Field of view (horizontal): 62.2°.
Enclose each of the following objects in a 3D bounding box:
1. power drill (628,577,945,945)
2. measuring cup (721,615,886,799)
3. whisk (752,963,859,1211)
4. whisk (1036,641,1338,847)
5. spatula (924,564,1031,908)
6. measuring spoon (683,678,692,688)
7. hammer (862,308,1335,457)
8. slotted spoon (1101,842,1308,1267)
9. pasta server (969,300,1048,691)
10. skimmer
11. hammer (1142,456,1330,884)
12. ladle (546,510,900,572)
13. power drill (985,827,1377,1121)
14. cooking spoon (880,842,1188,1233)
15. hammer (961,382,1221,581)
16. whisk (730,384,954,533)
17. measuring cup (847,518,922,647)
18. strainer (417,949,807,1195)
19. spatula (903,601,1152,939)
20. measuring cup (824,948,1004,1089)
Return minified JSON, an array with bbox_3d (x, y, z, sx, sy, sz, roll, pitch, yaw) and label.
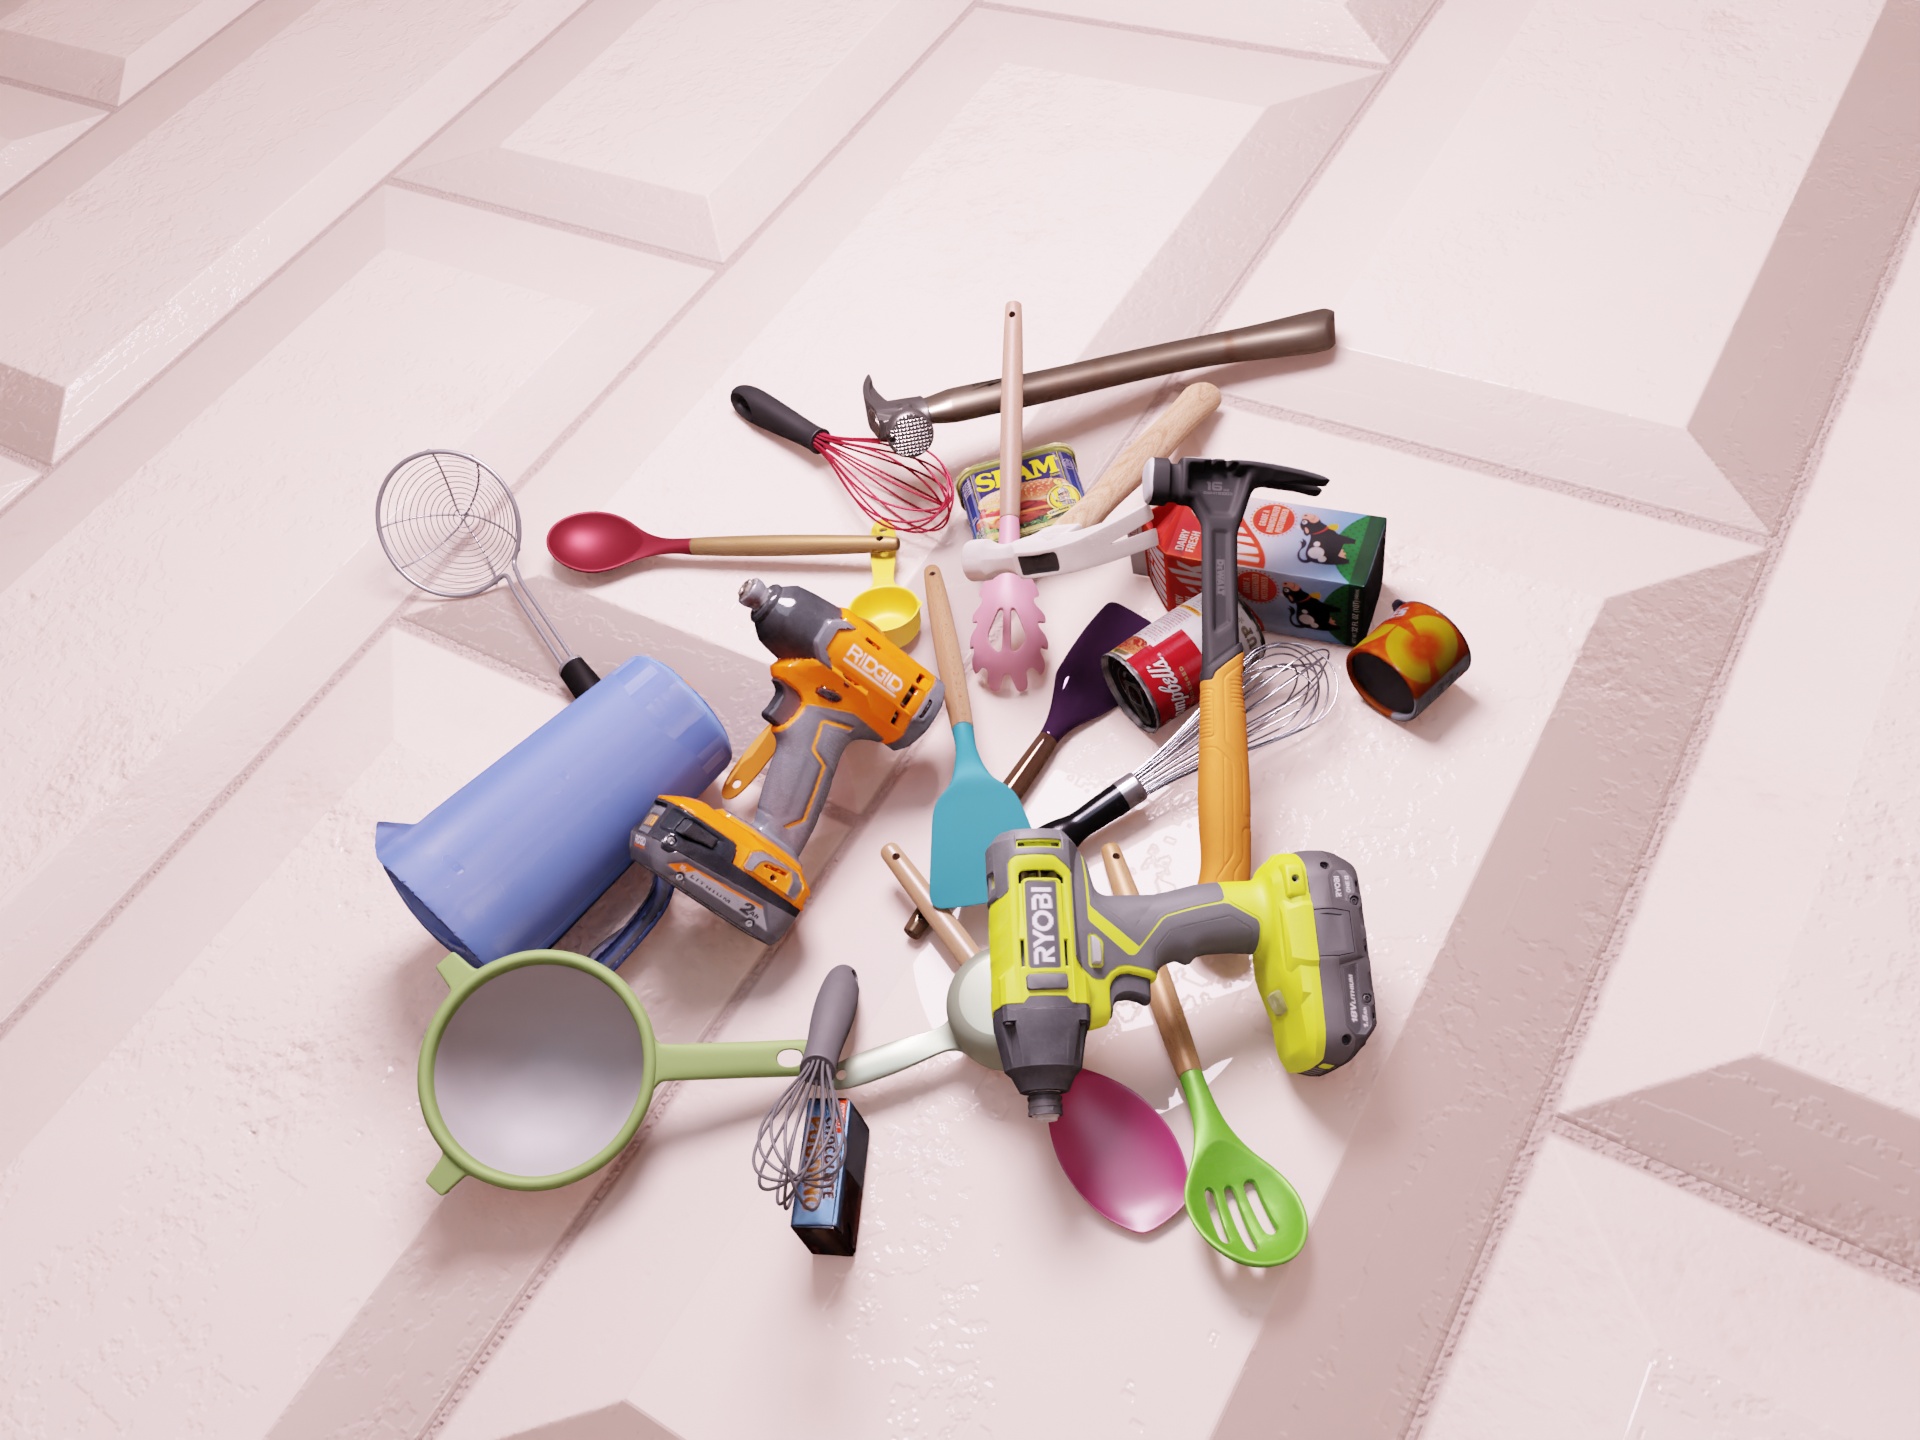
[{"bbox_3d":[-0.130,0.021,1.100,0.226,0.164,0.084,-58,23,-13],"label":"power drill"},{"bbox_3d":[-0.115,0.001,1.203,0.095,0.052,0.173,31,75,29],"label":"measuring cup"},{"bbox_3d":[-0.085,0.216,0.978,0.055,0.055,0.239,-7,21,7],"label":"whisk"},{"bbox_3d":[0.145,0.031,1.117,0.284,0.070,0.070,-33,54,-7],"label":"whisk"},{"bbox_3d":[-0.002,-0.004,1.165,0.082,0.044,0.318,-12,45,2],"label":"spatula"},{"bbox_3d":[-0.211,0.010,1.242,0.021,0.011,0.117,-21,48,2],"label":"measuring spoon"},{"bbox_3d":[0.121,-0.299,1.352,0.410,0.038,0.146,-14,28,-10],"label":"hammer"},{"bbox_3d":[0.140,0.202,1.007,0.070,0.031,0.314,-5,48,-14],"label":"slotted spoon"},{"bbox_3d":[0.039,-0.179,1.237,0.060,0.040,0.316,0,74,4],"label":"pasta server"},{"bbox_3d":[-0.366,-0.087,1.297,0.127,0.090,0.364,-51,56,14],"label":"skimmer"},{"bbox_3d":[0.184,-0.014,1.074,0.127,0.034,0.337,3,79,-3],"label":"hammer"},{"bbox_3d":[-0.201,-0.148,1.338,0.315,0.031,0.069,2,54,16],"label":"ladle"},{"bbox_3d":[0.129,0.154,0.968,0.223,0.080,0.171,0,68,-7],"label":"power drill"},{"bbox_3d":[0.037,0.193,1.031,0.069,0.017,0.319,-34,58,-10],"label":"cooking spoon"},{"bbox_3d":[0.132,-0.192,1.232,0.130,0.031,0.331,0,30,33],"label":"hammer"},{"bbox_3d":[-0.109,-0.234,1.374,0.073,0.073,0.296,-42,51,-19],"label":"whisk"},{"bbox_3d":[-0.061,-0.111,1.296,0.062,0.029,0.157,-6,40,2],"label":"measuring cup"},{"bbox_3d":[-0.219,0.228,1.045,0.256,0.069,0.152,-1,74,-6],"label":"strainer"},{"bbox_3d":[0.053,0.033,1.159,0.060,0.018,0.316,32,65,12],"label":"spatula"},{"bbox_3d":[-0.014,0.196,1.008,0.167,0.038,0.083,-21,58,0],"label":"measuring cup"}]
